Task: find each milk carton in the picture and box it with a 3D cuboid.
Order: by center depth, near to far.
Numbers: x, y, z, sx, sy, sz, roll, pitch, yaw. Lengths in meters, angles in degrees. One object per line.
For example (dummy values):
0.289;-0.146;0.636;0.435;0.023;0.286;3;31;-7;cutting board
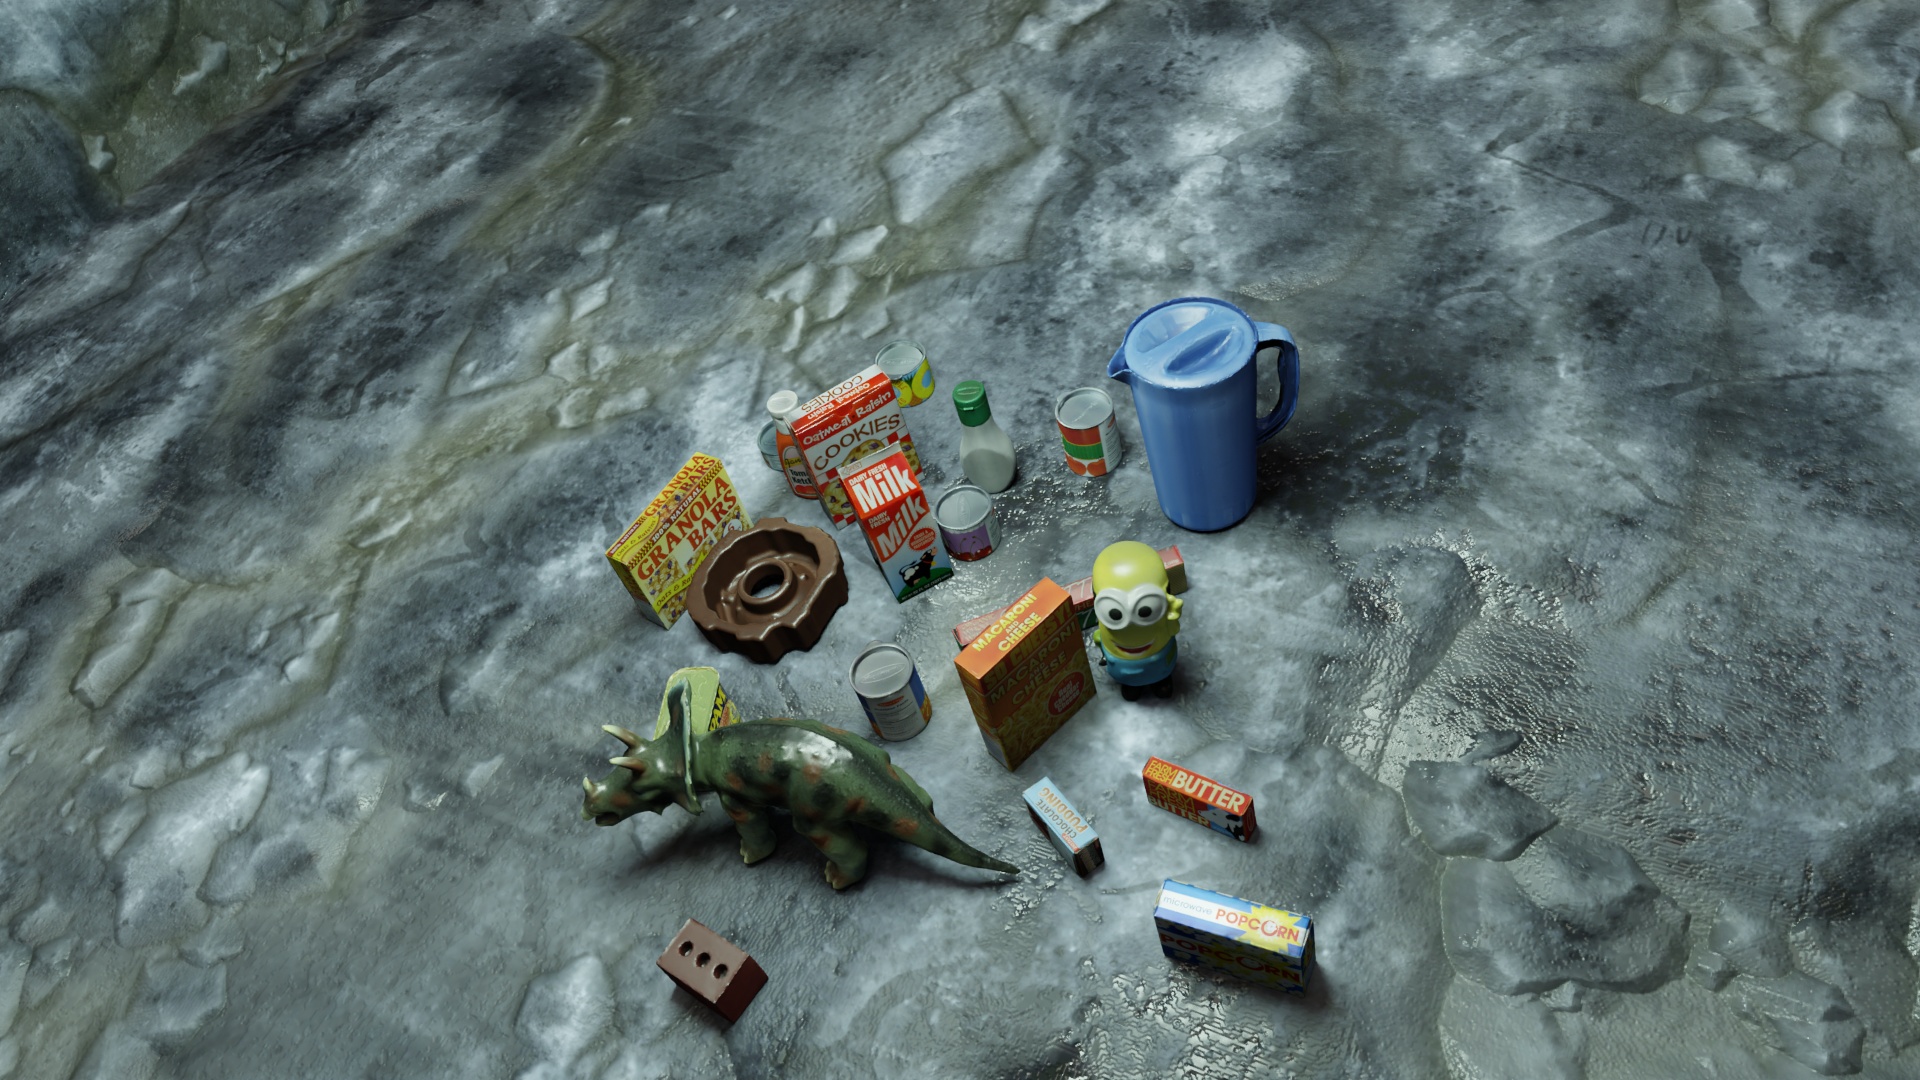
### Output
-0.073;-0.027;1.489;0.072;0.189;0.074;-27;48;-7;milk carton

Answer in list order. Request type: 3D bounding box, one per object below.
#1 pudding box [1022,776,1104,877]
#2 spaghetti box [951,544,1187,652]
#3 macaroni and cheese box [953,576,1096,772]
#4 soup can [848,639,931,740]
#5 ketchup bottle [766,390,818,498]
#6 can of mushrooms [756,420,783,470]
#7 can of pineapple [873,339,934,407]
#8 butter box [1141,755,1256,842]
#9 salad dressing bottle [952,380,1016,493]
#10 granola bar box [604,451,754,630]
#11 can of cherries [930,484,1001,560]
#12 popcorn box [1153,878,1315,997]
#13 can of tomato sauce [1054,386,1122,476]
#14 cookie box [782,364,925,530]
0.095;0.265;1.285;0.030;0.049;0.084;-34;50;-13;pudding box
0.115;0.071;1.446;0.250;0.050;0.029;-20;48;-2;spaghetti box
0.064;0.130;1.331;0.124;0.165;0.040;-41;52;-19;macaroni and cheese box
-0.070;0.152;1.407;0.071;0.083;0.072;-8;49;9;soup can
-0.186;-0.112;1.623;0.065;0.148;0.044;-1;50;16;ketchup bottle
-0.216;-0.121;1.717;0.071;0.033;0.071;-8;49;9;can of mushrooms
-0.070;-0.207;1.733;0.071;0.057;0.071;-8;49;9;can of pineapple
0.218;0.237;1.272;0.103;0.053;0.024;19;58;29;butter box
0.025;-0.117;1.568;0.064;0.147;0.044;-4;50;13;salad dressing bottle
-0.317;0.000;1.581;0.039;0.123;0.166;20;58;29;granola bar box
0.006;-0.019;1.550;0.071;0.058;0.072;-8;49;9;can of cherries
0.230;0.332;1.164;0.127;0.084;0.038;10;54;24;popcorn box
0.145;-0.124;1.583;0.071;0.082;0.071;-8;49;9;can of tomato sauce
-0.118;-0.104;1.585;0.123;0.166;0.040;-32;49;-12;cookie box
